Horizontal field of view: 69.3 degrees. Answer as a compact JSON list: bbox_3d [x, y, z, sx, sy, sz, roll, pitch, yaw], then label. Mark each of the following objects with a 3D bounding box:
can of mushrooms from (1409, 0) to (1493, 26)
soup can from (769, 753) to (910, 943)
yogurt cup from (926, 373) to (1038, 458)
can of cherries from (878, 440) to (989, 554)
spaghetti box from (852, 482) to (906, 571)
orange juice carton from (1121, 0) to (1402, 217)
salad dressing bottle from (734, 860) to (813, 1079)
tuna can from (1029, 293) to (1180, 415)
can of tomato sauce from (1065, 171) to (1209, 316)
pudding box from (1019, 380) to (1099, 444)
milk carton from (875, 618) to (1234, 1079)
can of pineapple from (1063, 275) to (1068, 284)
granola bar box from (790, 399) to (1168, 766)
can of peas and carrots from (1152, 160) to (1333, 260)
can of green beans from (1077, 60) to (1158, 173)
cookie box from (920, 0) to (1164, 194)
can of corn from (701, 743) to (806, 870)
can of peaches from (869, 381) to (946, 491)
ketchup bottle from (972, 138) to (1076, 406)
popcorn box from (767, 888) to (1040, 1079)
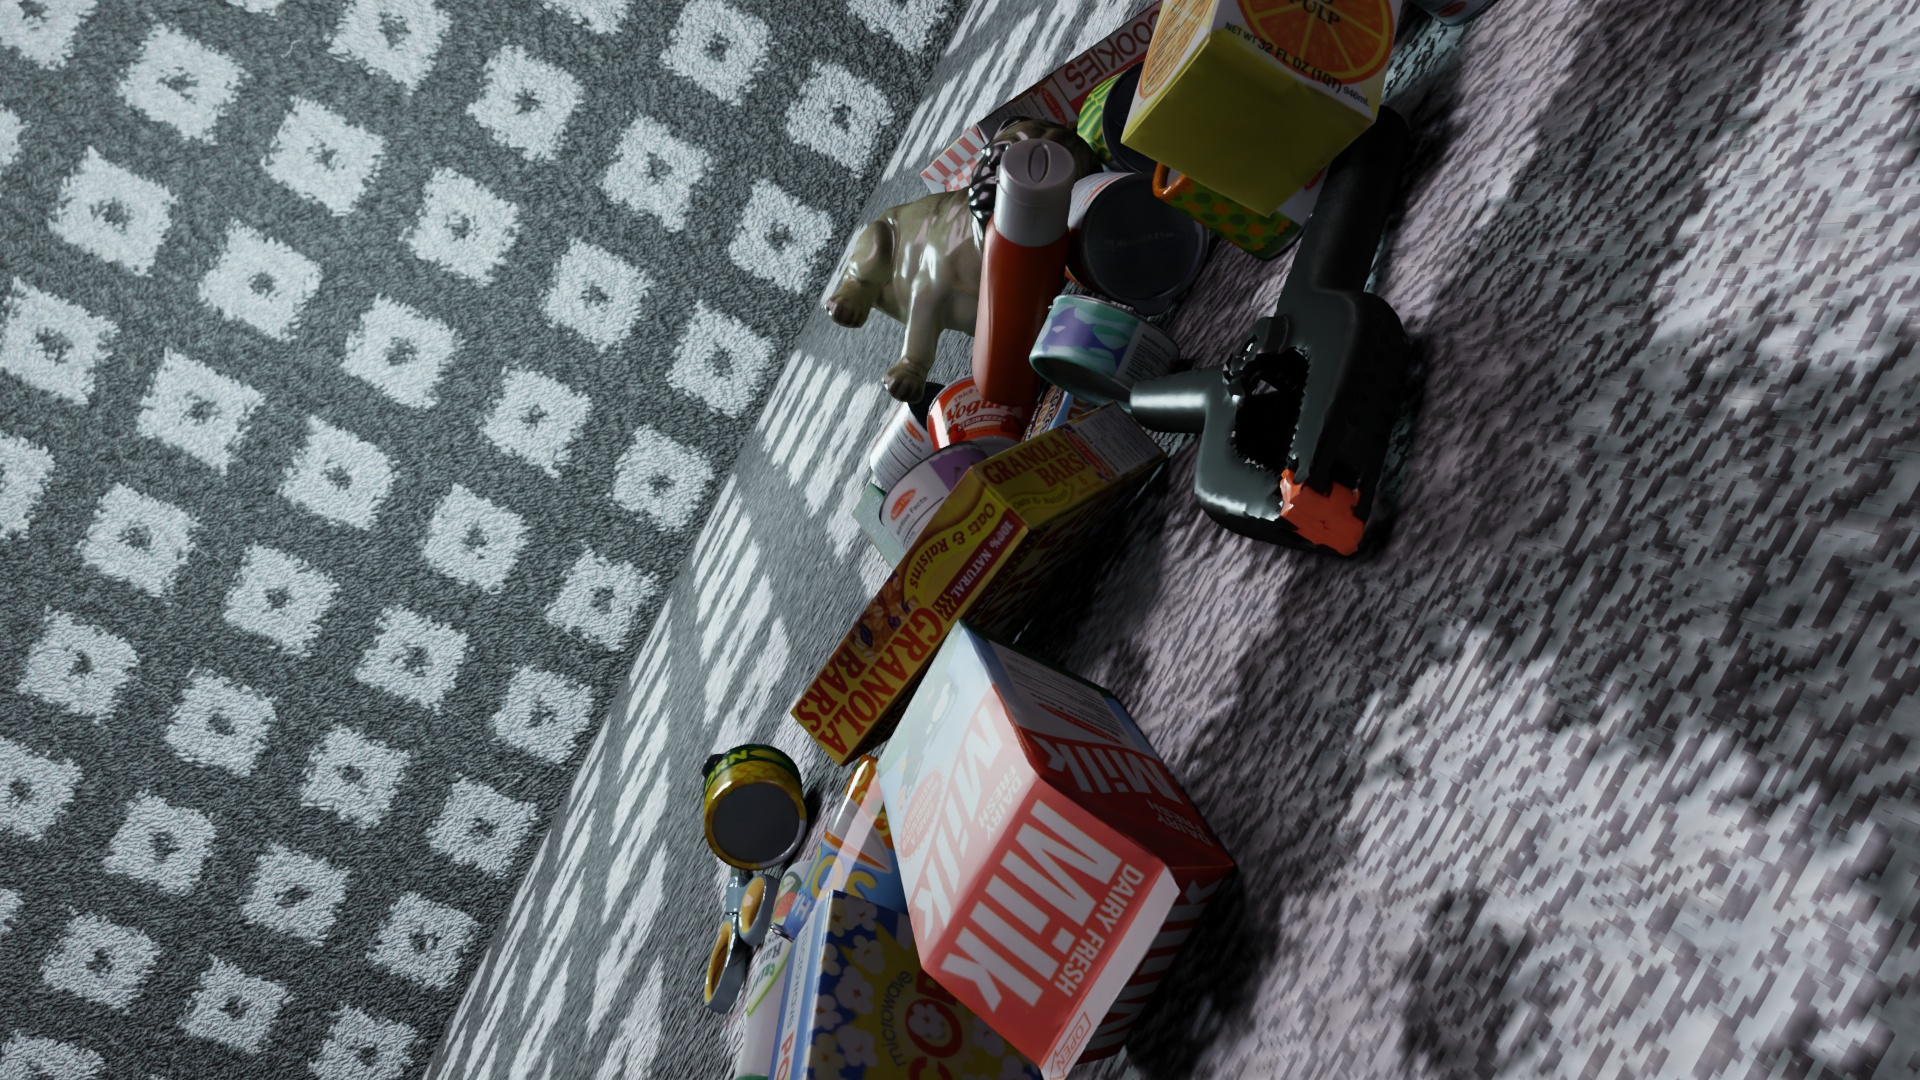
[{"bbox_3d":[0.199,-0.242,0.545,0.070,0.033,0.071,-57,15,25],"label":"can of mushrooms"},{"bbox_3d":[-0.033,0.142,0.601,0.084,0.071,0.071,-66,14,-10],"label":"soup can"},{"bbox_3d":[0.015,-0.054,0.798,0.072,0.072,0.054,-54,25,33],"label":"yogurt cup"},{"bbox_3d":[0.003,-0.009,0.721,0.072,0.058,0.071,-32,-22,-15],"label":"can of cherries"},{"bbox_3d":[-0.028,0.002,0.875,0.028,0.050,0.250,-61,14,4],"label":"spaghetti box"},{"bbox_3d":[0.132,-0.236,0.556,0.072,0.072,0.193,-39,30,64],"label":"orange juice carton"},{"bbox_3d":[-0.082,0.230,0.672,0.064,0.044,0.148,-47,22,44],"label":"salad dressing bottle"},{"bbox_3d":[0.066,-0.088,0.664,0.033,0.071,0.071,-65,14,-6],"label":"tuna can"},{"bbox_3d":[0.087,-0.158,0.729,0.071,0.071,0.083,-61,14,9],"label":"can of tomato sauce"},{"bbox_3d":[0.057,-0.062,0.728,0.084,0.030,0.049,-66,15,-10],"label":"pudding box"},{"bbox_3d":[0.027,0.099,0.463,0.072,0.073,0.191,-61,15,8],"label":"milk carton"},{"bbox_3d":[0.051,-0.209,0.951,0.070,0.058,0.071,-56,16,26],"label":"can of pineapple"},{"bbox_3d":[0.009,0.020,0.623,0.125,0.039,0.164,-27,-21,-52],"label":"granola bar box"},{"bbox_3d":[0.126,-0.167,0.618,0.070,0.059,0.071,-56,16,25],"label":"can of peas and carrots"},{"bbox_3d":[0.106,-0.239,0.799,0.071,0.071,0.058,-62,14,5],"label":"can of green beans"},{"bbox_3d":[0.065,-0.291,0.943,0.168,0.040,0.123,-37,10,-16],"label":"cookie box"},{"bbox_3d":[-0.137,0.173,0.910,0.071,0.071,0.058,-62,15,6],"label":"can of corn"},{"bbox_3d":[-0.018,-0.063,0.927,0.057,0.071,0.071,-54,17,34],"label":"can of peaches"},{"bbox_3d":[0.032,-0.137,0.713,0.148,0.043,0.065,95,-179,-56],"label":"ketchup bottle"},{"bbox_3d":[-0.019,0.184,0.450,0.038,0.085,0.127,-56,16,31],"label":"popcorn box"}]
